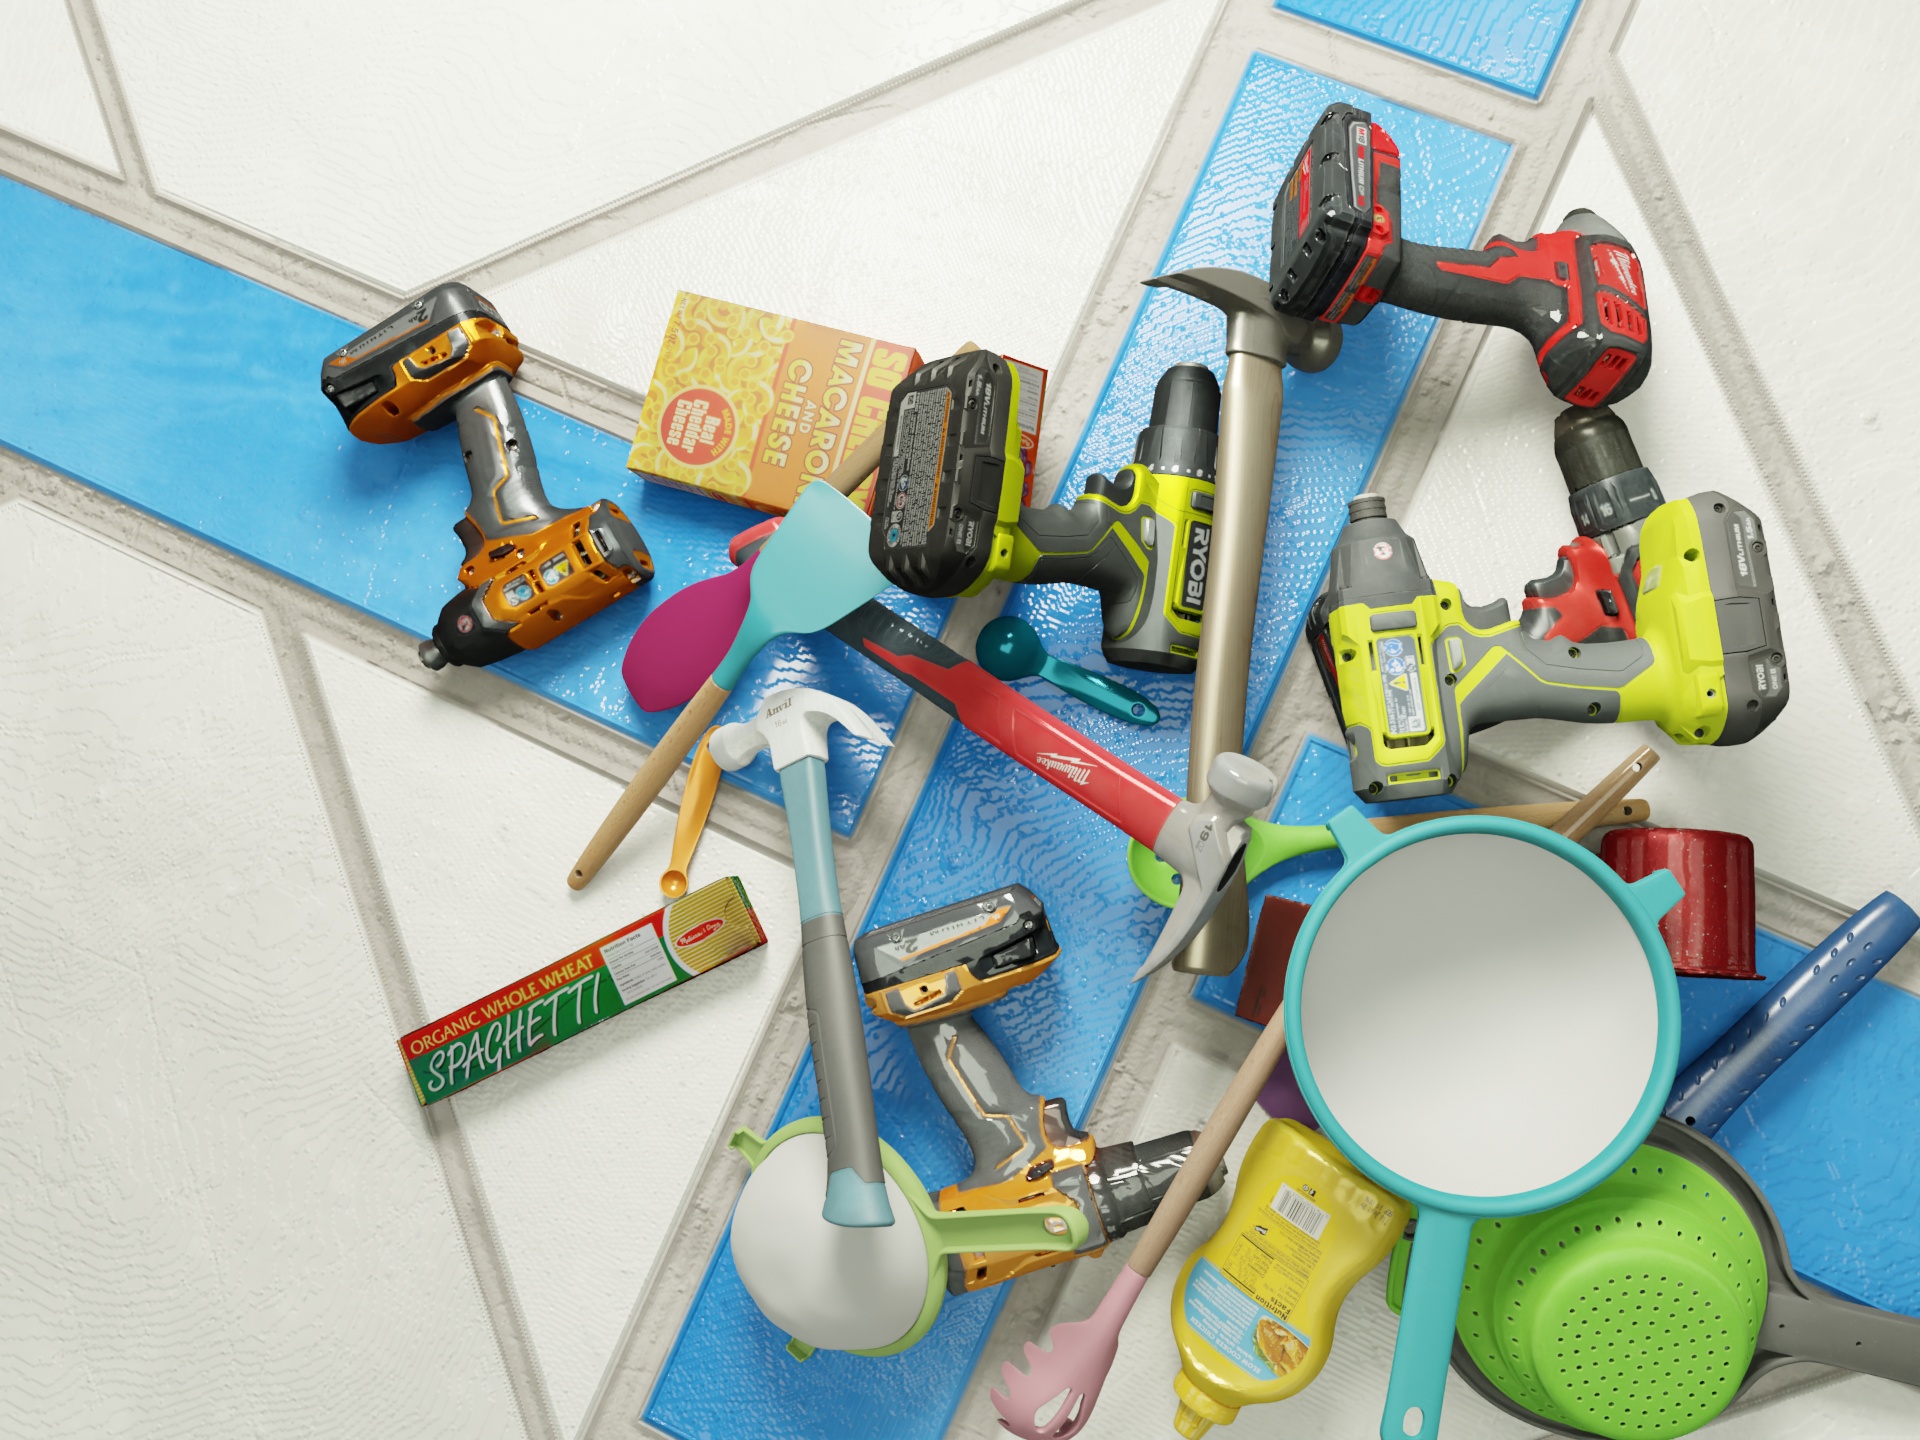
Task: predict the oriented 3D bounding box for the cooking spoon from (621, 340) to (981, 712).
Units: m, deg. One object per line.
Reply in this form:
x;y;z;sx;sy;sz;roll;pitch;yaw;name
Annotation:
-0.103;-0.119;0.986;0.319;0.017;0.069;-42;68;17;cooking spoon

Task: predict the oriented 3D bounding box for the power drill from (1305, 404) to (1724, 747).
0.326;-0.075;0.951;0.226;0.080;0.188;-19;83;3;power drill

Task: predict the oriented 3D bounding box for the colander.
0.445;0.343;0.876;0.397;0.094;0.204;12;99;5;colander

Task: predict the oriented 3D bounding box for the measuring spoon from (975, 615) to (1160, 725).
0.068;-0.029;1.007;0.128;0.021;0.042;26;90;10;measuring spoon

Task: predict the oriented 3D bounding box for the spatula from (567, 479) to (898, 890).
-0.157;-0.006;0.998;0.082;0.044;0.317;43;112;7;spatula

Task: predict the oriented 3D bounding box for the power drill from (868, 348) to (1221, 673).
0.067;-0.137;0.937;0.080;0.228;0.190;4;85;53;power drill

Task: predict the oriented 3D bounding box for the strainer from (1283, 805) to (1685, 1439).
0.265;0.223;0.879;0.211;0.095;0.340;11;85;1;strainer

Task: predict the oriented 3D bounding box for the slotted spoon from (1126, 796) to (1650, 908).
0.259;0.070;0.972;0.314;0.031;0.070;-6;85;6;slotted spoon

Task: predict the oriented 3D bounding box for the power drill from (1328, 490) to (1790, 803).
0.319;-0.051;0.876;0.223;0.080;0.171;-7;84;4;power drill

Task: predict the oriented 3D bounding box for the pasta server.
0.114;0.292;0.925;0.060;0.040;0.316;28;94;-17;pasta server

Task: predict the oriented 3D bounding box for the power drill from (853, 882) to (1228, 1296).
0.046;0.216;0.966;0.185;0.084;0.226;-18;87;4;power drill

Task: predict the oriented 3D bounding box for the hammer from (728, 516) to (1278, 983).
-0.002;-0.003;0.964;0.387;0.038;0.143;34;112;25;hammer

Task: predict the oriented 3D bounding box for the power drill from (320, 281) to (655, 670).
-0.323;-0.150;1.044;0.164;0.084;0.226;-31;86;5;power drill

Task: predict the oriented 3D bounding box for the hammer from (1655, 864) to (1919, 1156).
0.552;0.096;0.924;0.405;0.035;0.144;-45;82;3;hammer

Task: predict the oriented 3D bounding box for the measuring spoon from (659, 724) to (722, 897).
-0.173;0.060;1.043;0.021;0.011;0.117;14;84;9;measuring spoon

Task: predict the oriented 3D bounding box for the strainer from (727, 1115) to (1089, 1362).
-0.046;0.307;0.917;0.256;0.069;0.151;-16;89;37;strainer

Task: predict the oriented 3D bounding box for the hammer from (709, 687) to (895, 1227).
-0.081;0.132;0.938;0.128;0.033;0.331;-26;61;32;hammer

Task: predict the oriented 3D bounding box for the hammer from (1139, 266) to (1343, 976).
0.151;-0.057;0.937;0.038;0.146;0.411;1;85;52;hammer

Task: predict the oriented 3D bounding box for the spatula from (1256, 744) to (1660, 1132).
0.297;0.129;0.957;0.316;0.018;0.060;-45;76;8;spatula

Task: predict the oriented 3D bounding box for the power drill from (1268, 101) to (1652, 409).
0.299;-0.274;0.937;0.219;0.078;0.143;15;57;-9;power drill
